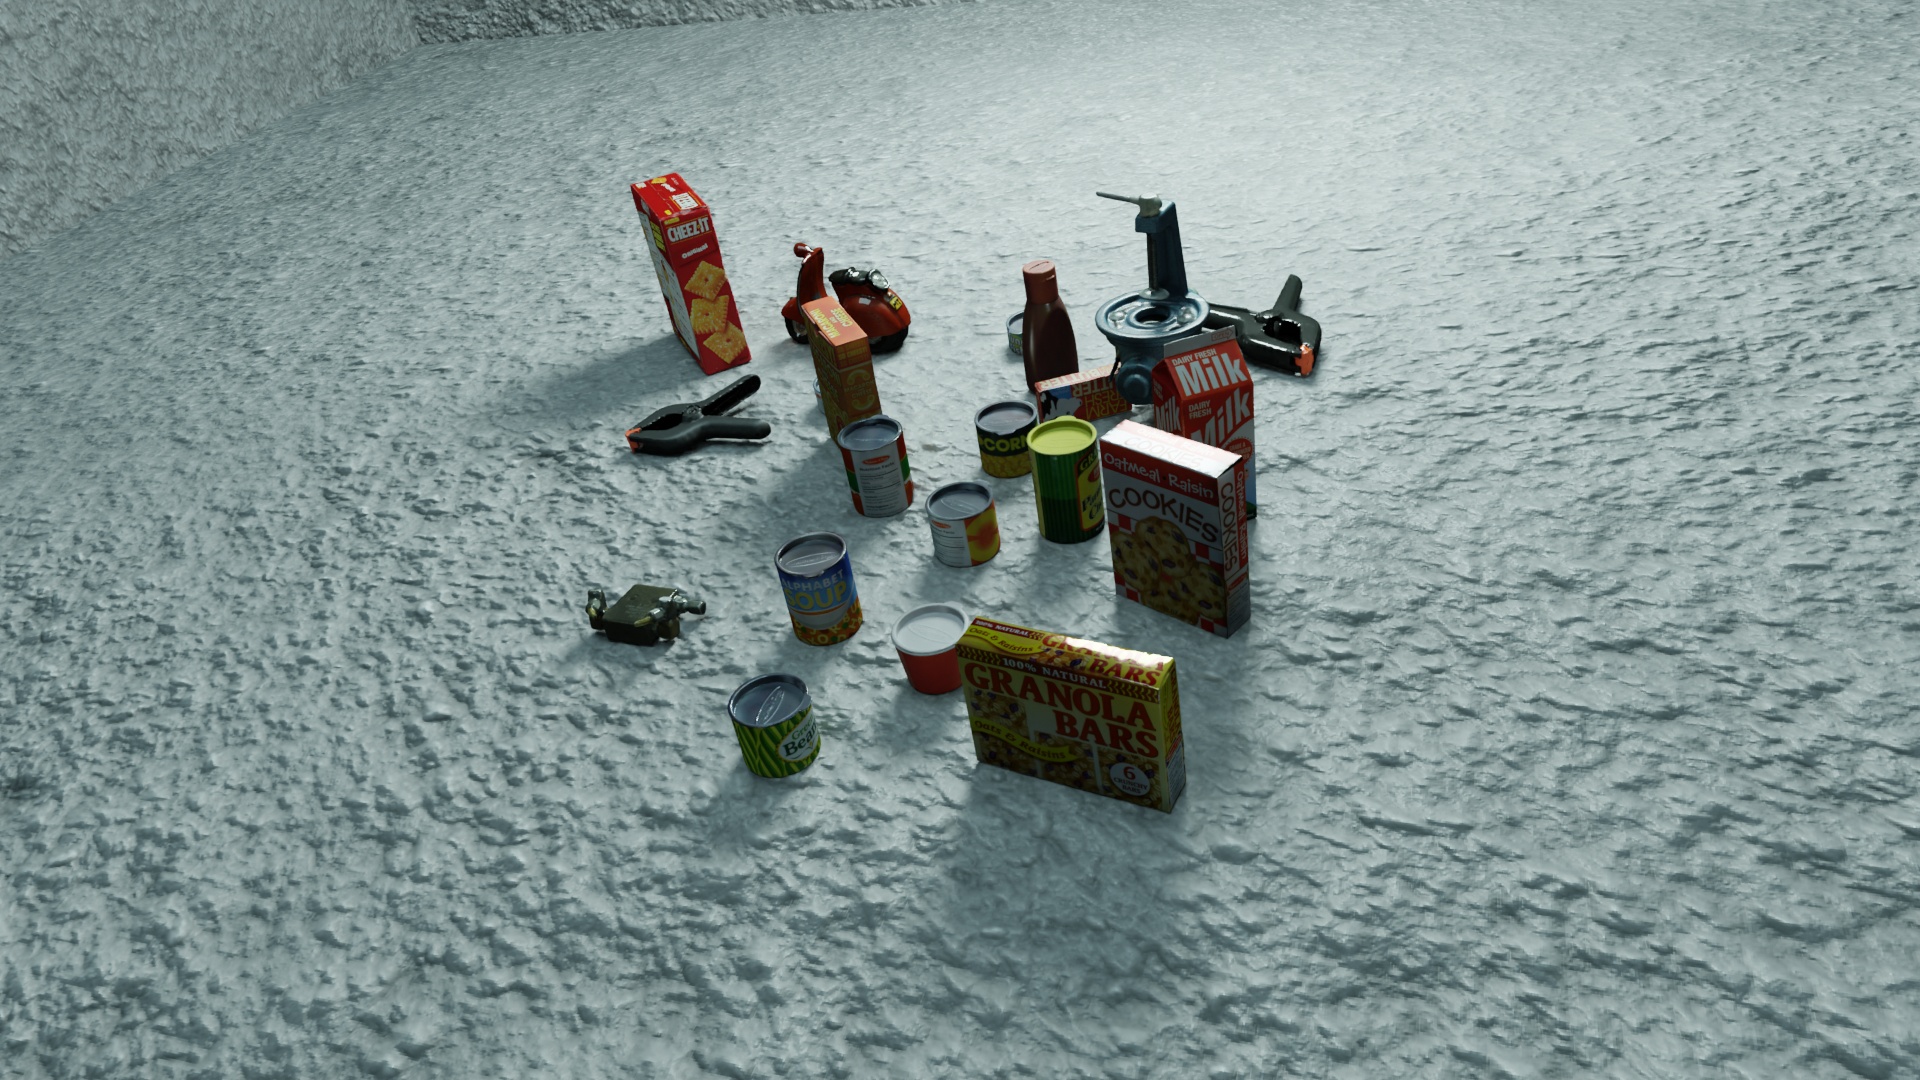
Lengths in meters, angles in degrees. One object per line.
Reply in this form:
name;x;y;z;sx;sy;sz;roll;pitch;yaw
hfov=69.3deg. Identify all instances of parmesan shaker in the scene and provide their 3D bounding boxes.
parmesan shaker;0.103;-0.058;1.334;0.071;0.102;0.072;-7;34;5

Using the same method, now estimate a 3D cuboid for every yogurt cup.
yogurt cup;-0.022;0.094;1.189;0.072;0.053;0.073;-7;34;5

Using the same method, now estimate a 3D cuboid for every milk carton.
milk carton;0.227;-0.107;1.295;0.072;0.189;0.074;-17;34;-9

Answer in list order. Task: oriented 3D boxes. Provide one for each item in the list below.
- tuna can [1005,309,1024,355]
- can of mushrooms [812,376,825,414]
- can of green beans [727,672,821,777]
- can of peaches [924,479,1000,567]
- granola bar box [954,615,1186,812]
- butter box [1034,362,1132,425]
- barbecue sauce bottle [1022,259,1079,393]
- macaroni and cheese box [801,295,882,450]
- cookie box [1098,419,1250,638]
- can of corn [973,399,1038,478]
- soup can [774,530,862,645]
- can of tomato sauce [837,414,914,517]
tuna can;0.088;-0.252;1.684;0.071;0.032;0.071;-7;34;5
can of mushrooms;-0.135;-0.176;1.631;0.071;0.033;0.071;-7;34;5
can of green beans;-0.151;0.151;1.137;0.071;0.057;0.071;-7;34;5
can of peaches;0.005;-0.017;1.340;0.071;0.057;0.071;-7;34;5
granola bar box;0.084;0.129;1.047;0.165;0.123;0.039;11;39;28
butter box;0.135;-0.156;1.514;0.103;0.052;0.024;-15;34;-7
barbecue sauce bottle;0.097;-0.240;1.561;0.065;0.147;0.044;-29;38;-25
macaroni and cheese box;-0.121;-0.162;1.489;0.040;0.165;0.124;-20;35;-13
cookie box;0.184;-0.011;1.187;0.123;0.166;0.040;23;46;39
can of corn;0.051;-0.105;1.457;0.071;0.058;0.071;-7;34;5
soup can;-0.128;0.046;1.261;0.071;0.083;0.072;-7;34;5
can of tomato sauce;-0.085;-0.076;1.429;0.071;0.082;0.071;-7;34;5
